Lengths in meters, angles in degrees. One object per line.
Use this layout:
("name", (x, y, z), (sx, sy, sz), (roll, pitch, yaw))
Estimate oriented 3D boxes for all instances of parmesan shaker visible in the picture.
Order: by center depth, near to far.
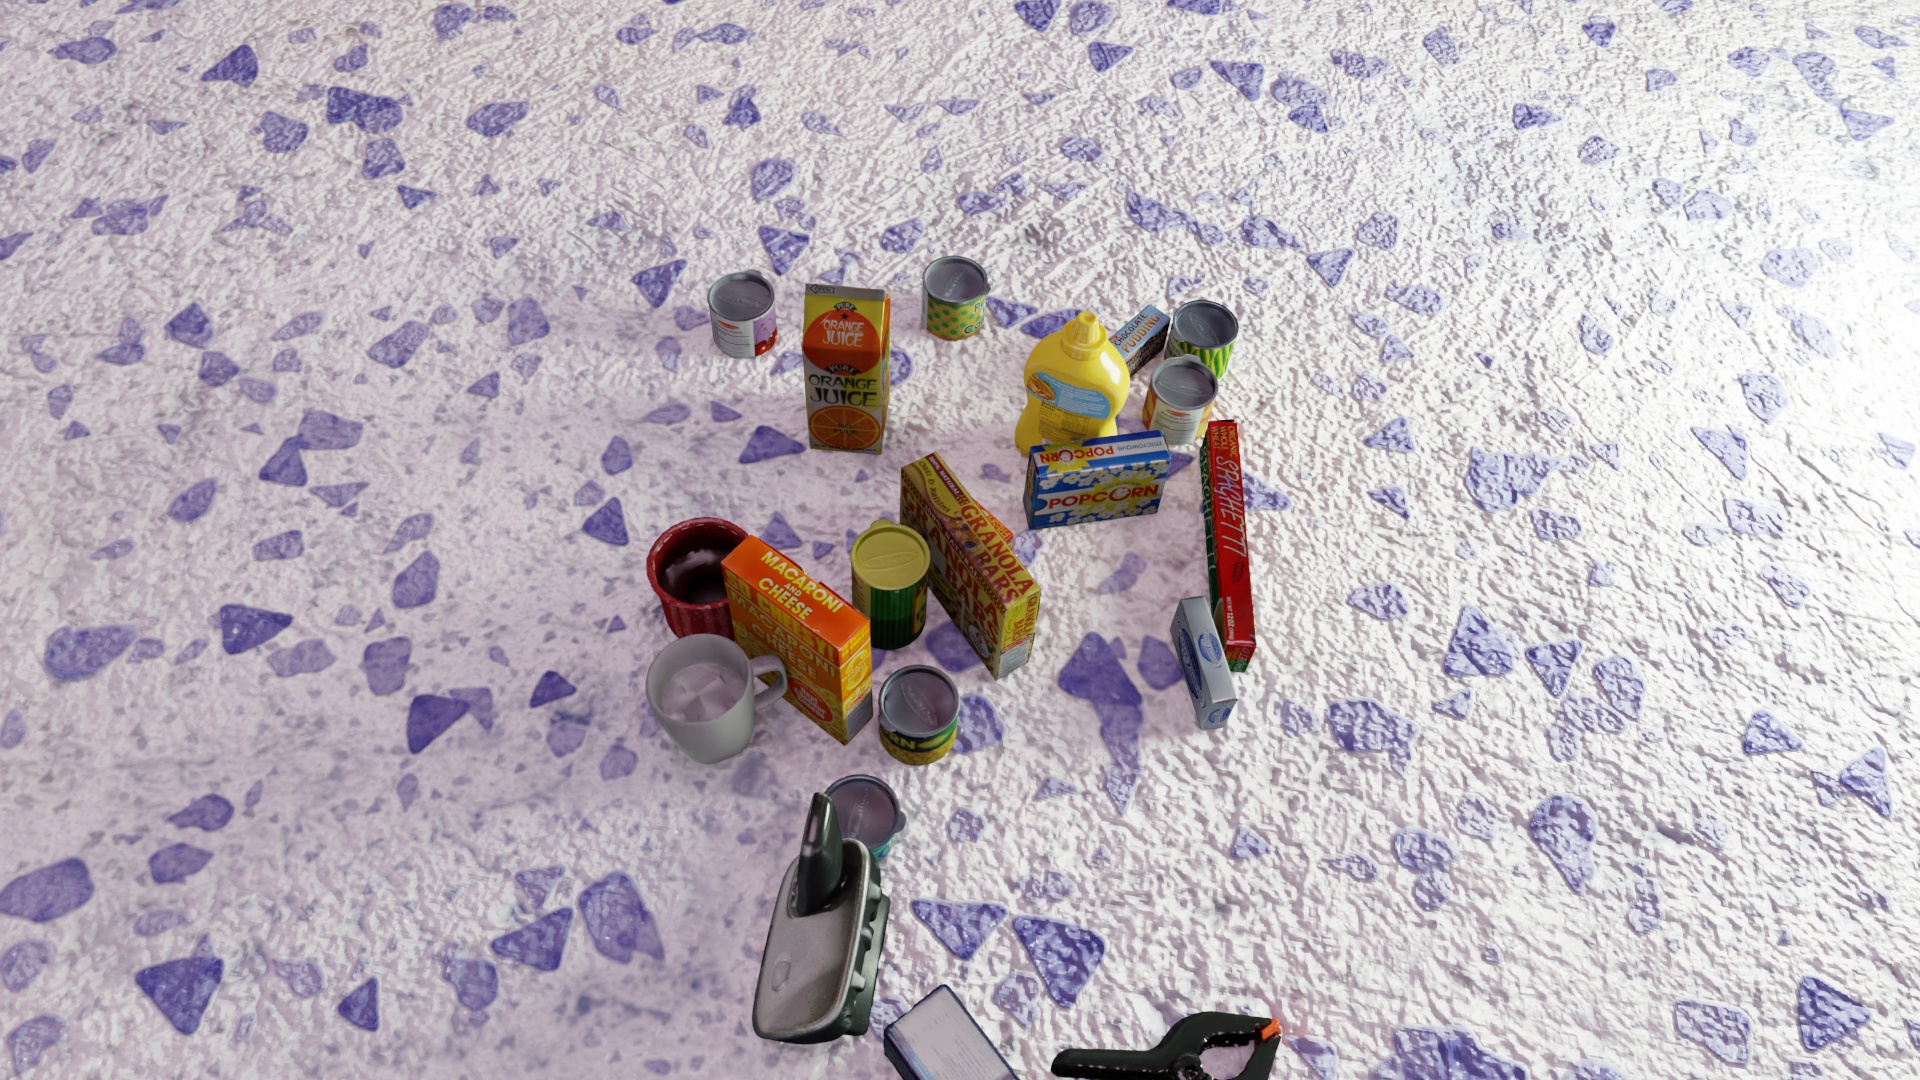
("parmesan shaker", (-0.061, 0.039, 1.192), (0.071, 0.102, 0.071), (2, 56, -2))

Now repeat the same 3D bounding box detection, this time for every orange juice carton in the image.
("orange juice carton", (-0.103, -0.166, 1.275), (0.072, 0.191, 0.073), (5, 56, 0))

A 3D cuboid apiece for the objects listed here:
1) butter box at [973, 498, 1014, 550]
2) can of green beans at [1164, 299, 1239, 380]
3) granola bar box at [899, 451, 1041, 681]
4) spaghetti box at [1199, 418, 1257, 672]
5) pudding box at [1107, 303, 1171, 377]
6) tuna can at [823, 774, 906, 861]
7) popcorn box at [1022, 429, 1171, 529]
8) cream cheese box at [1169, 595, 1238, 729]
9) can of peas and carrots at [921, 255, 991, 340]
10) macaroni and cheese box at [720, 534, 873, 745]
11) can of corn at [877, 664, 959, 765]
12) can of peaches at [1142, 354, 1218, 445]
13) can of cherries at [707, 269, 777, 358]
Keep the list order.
("butter box", (0.005, -0.016, 1.263), (0.024, 0.052, 0.104), (-38, 66, -25))
("can of green beans", (0.241, -0.199, 1.397), (0.071, 0.057, 0.071), (2, 56, -2))
("granola bar box", (0.005, 0.022, 1.195), (0.039, 0.123, 0.166), (-26, 61, -19))
("spaghetti box", (0.243, 0.000, 1.268), (0.029, 0.050, 0.251), (3, 56, -1))
("pudding box", (0.173, -0.194, 1.395), (0.030, 0.049, 0.084), (38, 62, 20))
("tuna can", (-0.078, 0.224, 1.108), (0.071, 0.032, 0.071), (2, 56, -2))
("popcorn box", (0.124, -0.055, 1.277), (0.127, 0.084, 0.038), (-8, 57, -8))
("cream cheese box", (0.208, 0.105, 1.192), (0.024, 0.053, 0.104), (-7, 57, -8))
("can of peas and carrots", (-0.004, -0.246, 1.415), (0.071, 0.058, 0.071), (2, 56, -2))
("macaroni and cheese box", (-0.129, 0.082, 1.121), (0.124, 0.165, 0.040), (34, 61, 18))
("can of corn", (-0.037, 0.146, 1.148), (0.071, 0.058, 0.071), (2, 56, -2))
("can of peaches", (0.214, -0.137, 1.354), (0.071, 0.057, 0.071), (2, 56, -2))
("can of cherries", (-0.216, -0.227, 1.390), (0.071, 0.058, 0.072), (2, 56, -2))
